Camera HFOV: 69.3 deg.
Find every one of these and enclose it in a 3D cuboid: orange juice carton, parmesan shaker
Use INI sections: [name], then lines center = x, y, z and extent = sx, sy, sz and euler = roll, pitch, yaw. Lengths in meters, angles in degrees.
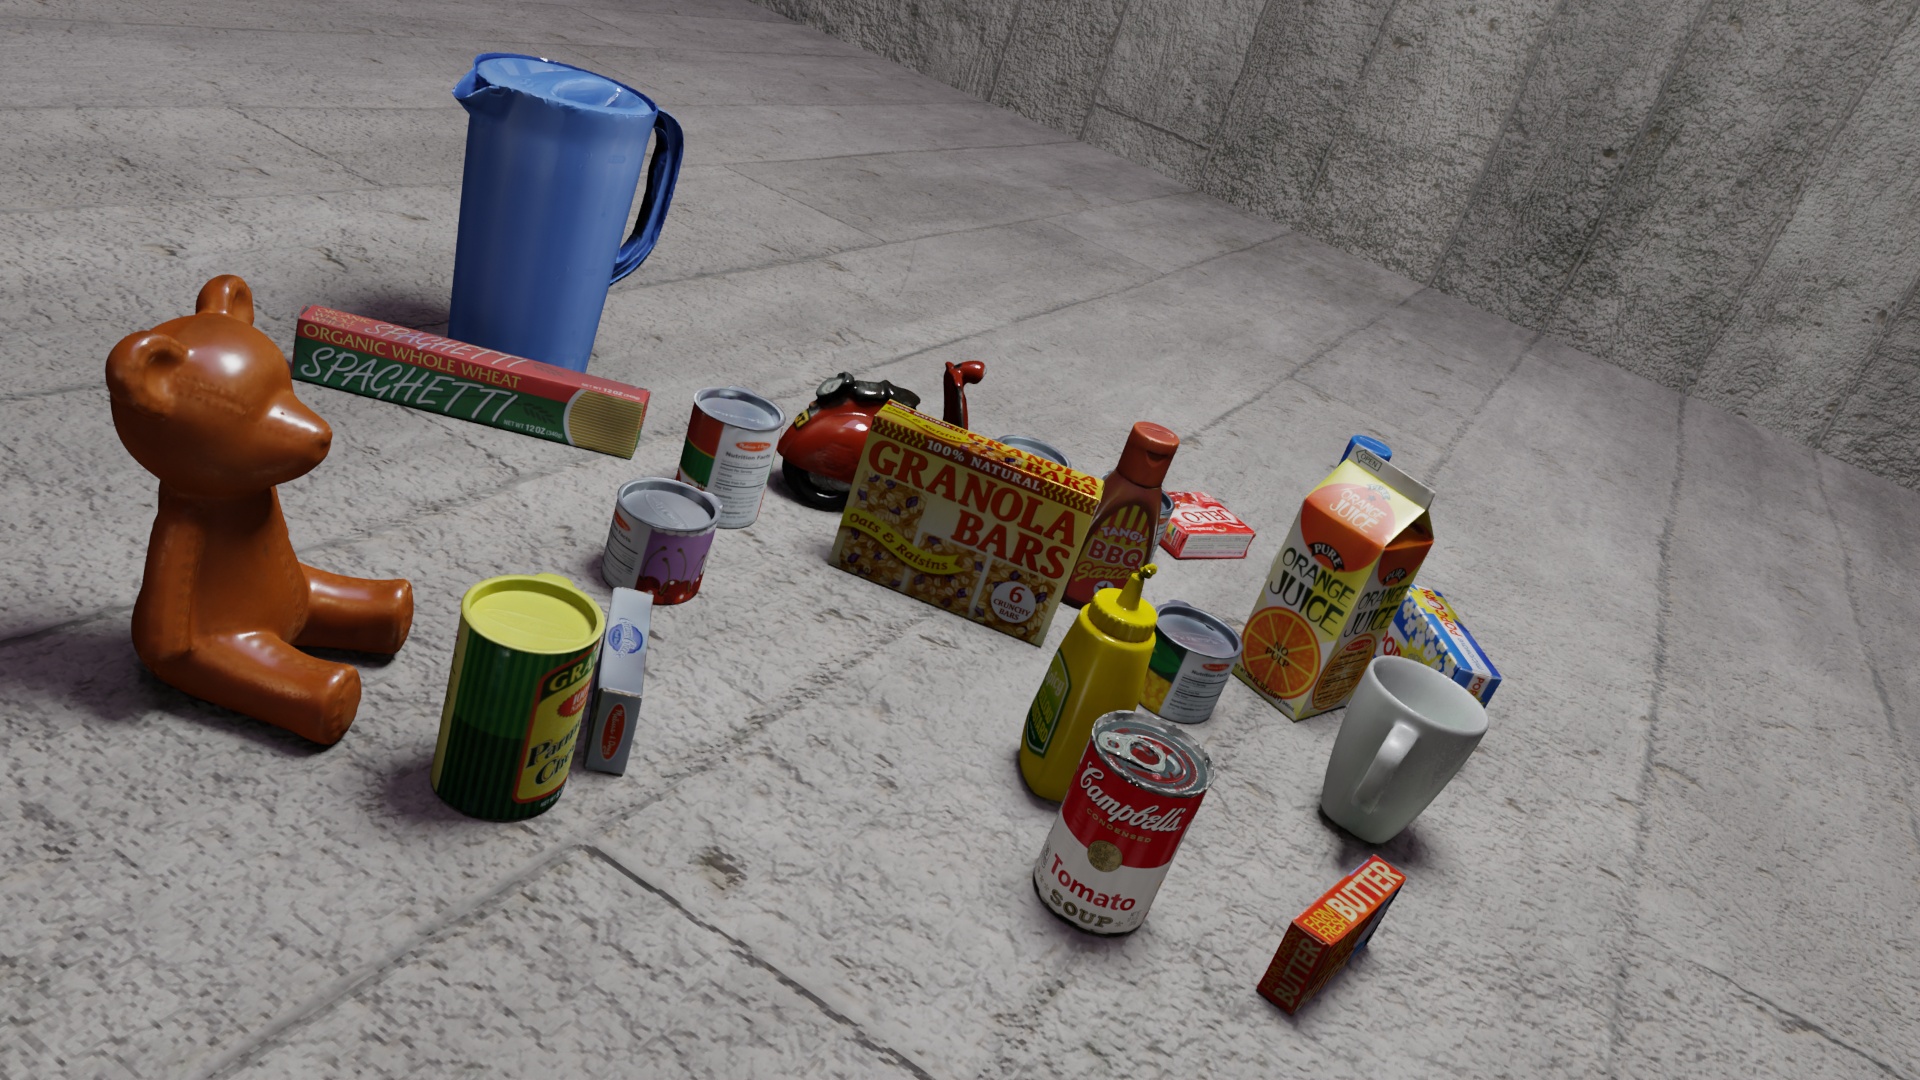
[orange juice carton]
center = 0.275, 0.030, 1.010
extent = 0.073, 0.191, 0.072
euler = -7, 36, -43
[parmesan shaker]
center = -0.217, 0.076, 0.683
extent = 0.071, 0.102, 0.071
euler = 16, 26, -8

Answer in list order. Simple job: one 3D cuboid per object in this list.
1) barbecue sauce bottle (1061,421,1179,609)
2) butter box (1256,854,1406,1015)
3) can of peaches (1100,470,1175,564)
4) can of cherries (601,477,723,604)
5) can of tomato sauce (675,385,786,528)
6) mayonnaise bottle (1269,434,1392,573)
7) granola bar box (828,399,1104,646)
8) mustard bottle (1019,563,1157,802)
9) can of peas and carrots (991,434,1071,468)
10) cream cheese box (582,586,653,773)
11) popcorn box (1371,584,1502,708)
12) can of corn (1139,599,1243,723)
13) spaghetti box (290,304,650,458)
[barbecue sauce bottle]
center = 0.122, -0.017, 1.047
extent = 0.065, 0.147, 0.044
euler = 13, 26, -13
[butter box]
center = 0.204, 0.214, 0.760
extent = 0.024, 0.053, 0.104
euler = 35, 30, 30
[can of peaches]
center = 0.137, -0.017, 1.161
extent = 0.071, 0.057, 0.071
euler = 16, 26, -8
[can of cherries]
center = -0.192, 0.000, 0.900
extent = 0.071, 0.058, 0.072
euler = 16, 26, -8
[can of tomato sauce]
center = -0.170, -0.061, 1.008
extent = 0.071, 0.082, 0.071
euler = 16, 26, -8
[mayonnaise bottle]
center = 0.320, -0.017, 1.185
extent = 0.065, 0.147, 0.041
euler = 31, 28, 23
[granola bar box]
center = 0.004, -0.012, 0.984
extent = 0.166, 0.123, 0.039
euler = 21, 25, 4
[mustard bottle]
center = 0.080, 0.078, 0.817
extent = 0.049, 0.159, 0.065
euler = 12, 26, -16
[can of peas and carrots]
center = 0.050, -0.048, 1.162
extent = 0.071, 0.058, 0.071
euler = 16, 26, -8
[cream cheese box]
center = -0.188, 0.075, 0.762
extent = 0.024, 0.053, 0.104
euler = 12, 27, -15
[popcorn box]
center = 0.350, 0.100, 1.048
extent = 0.038, 0.084, 0.127
euler = 14, 26, -11
[can of corn]
center = 0.155, 0.085, 0.974
extent = 0.071, 0.058, 0.071
euler = 16, 26, -8
[spaghetti box]
center = -0.359, -0.116, 1.022
extent = 0.250, 0.050, 0.029
euler = 14, 26, -12
